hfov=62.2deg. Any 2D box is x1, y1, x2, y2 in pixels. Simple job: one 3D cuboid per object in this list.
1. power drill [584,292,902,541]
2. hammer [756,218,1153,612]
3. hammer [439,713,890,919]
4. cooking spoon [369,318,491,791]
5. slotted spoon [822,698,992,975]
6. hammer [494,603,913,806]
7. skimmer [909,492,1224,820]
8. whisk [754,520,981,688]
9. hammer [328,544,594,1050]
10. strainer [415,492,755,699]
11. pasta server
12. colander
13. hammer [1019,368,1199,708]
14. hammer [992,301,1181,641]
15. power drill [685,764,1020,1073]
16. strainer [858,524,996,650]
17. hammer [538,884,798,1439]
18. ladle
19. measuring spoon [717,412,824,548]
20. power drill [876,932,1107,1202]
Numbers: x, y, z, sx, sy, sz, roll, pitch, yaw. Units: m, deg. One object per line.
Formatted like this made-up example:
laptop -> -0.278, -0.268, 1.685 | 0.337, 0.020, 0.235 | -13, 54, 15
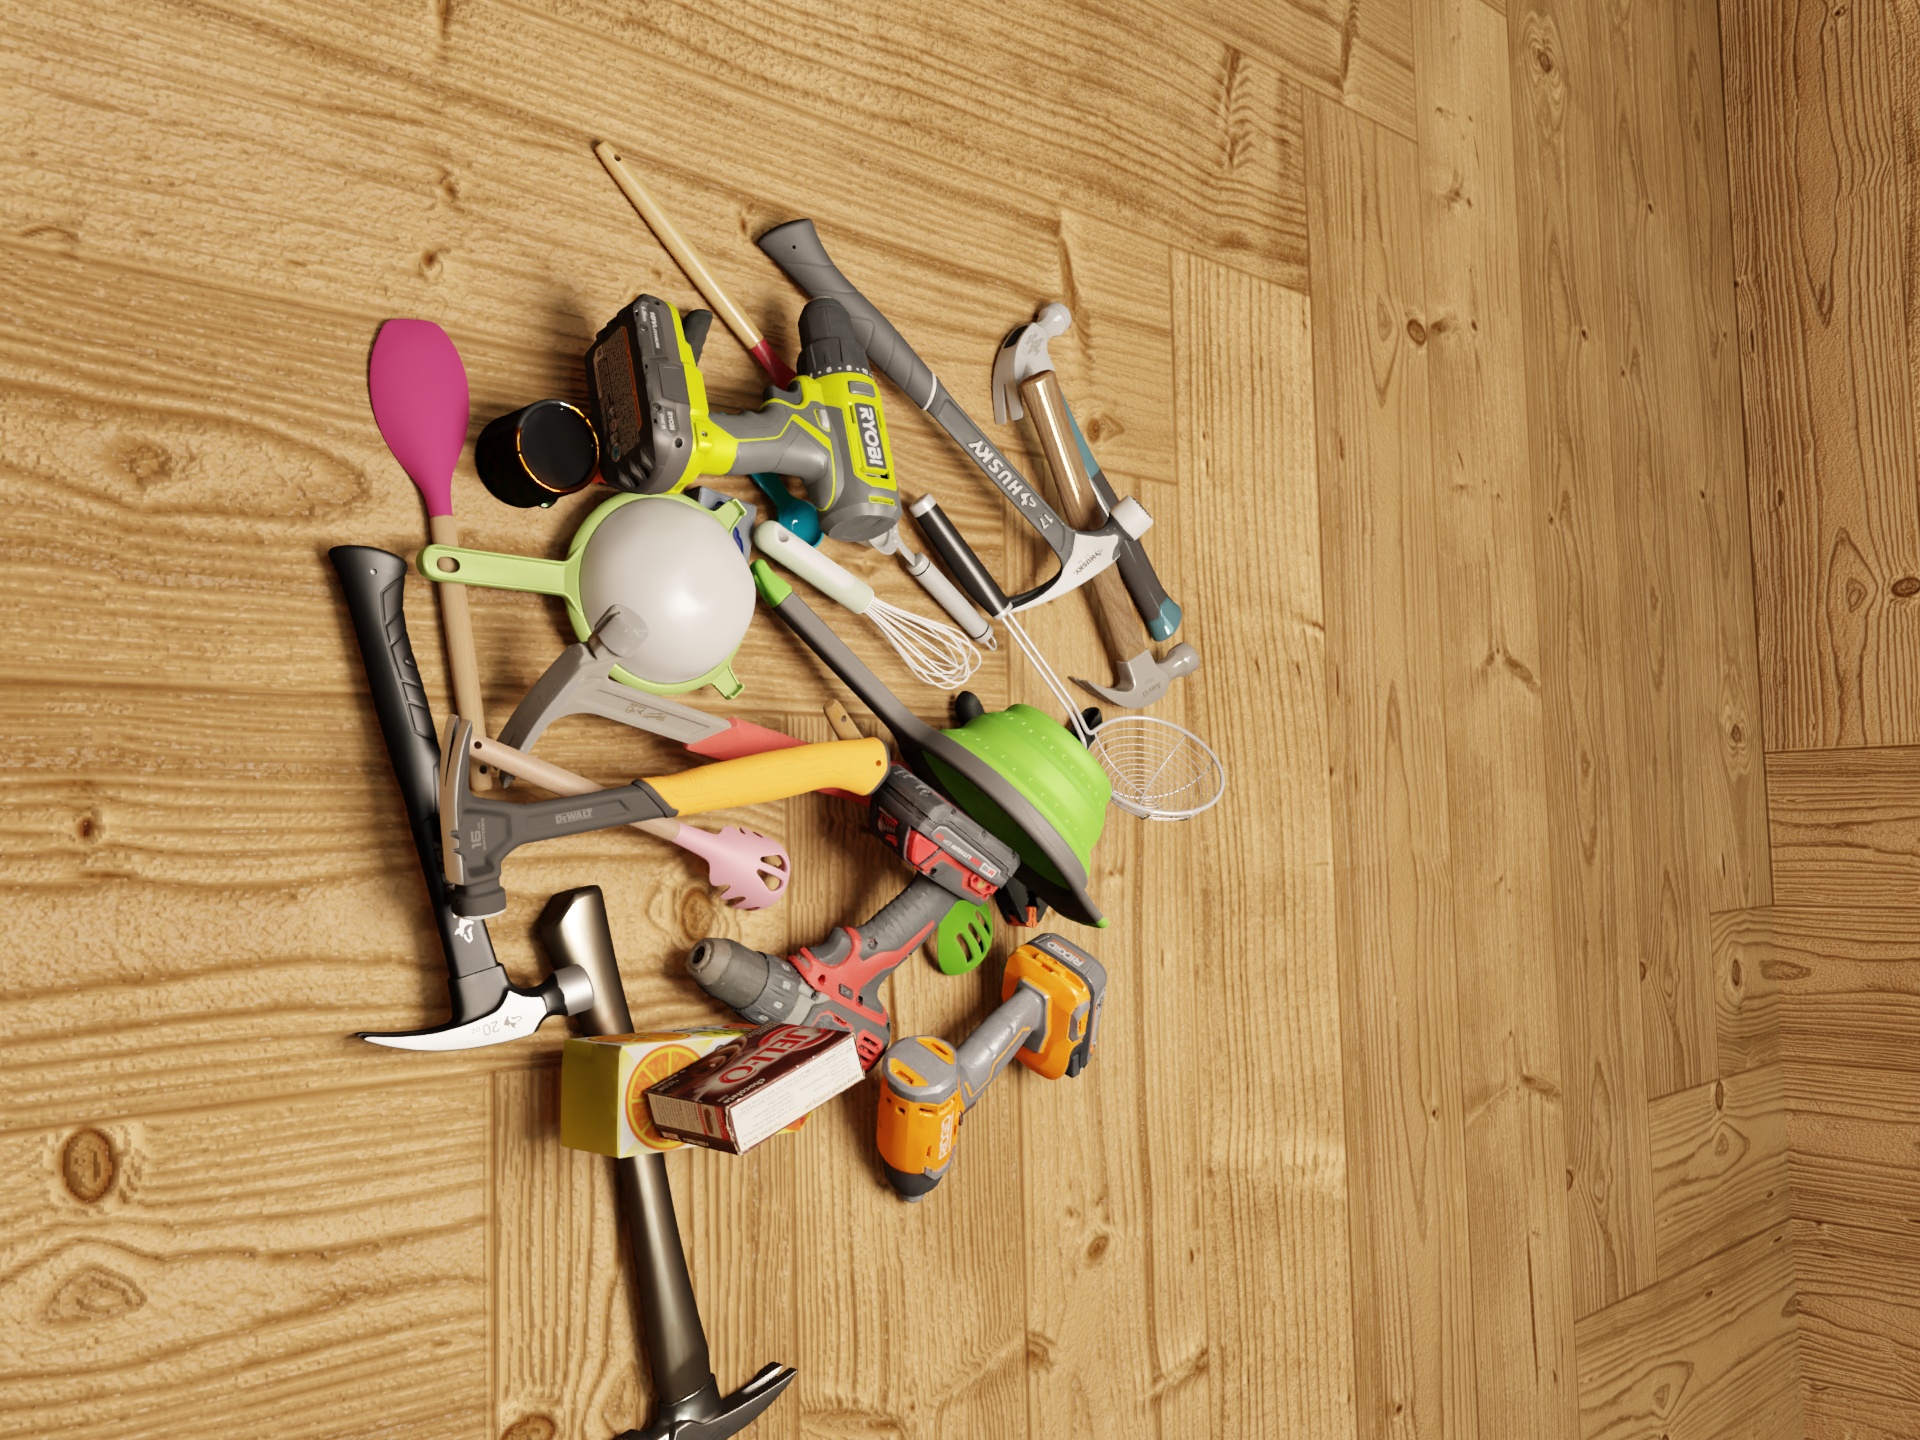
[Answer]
power drill -> -0.151, -0.235, 1.162 | 0.228, 0.080, 0.191 | 1, 72, -41
hammer -> -0.018, -0.259, 1.342 | 0.149, 0.036, 0.408 | -42, 113, 10
hammer -> -0.188, 0.041, 1.084 | 0.336, 0.034, 0.127 | -9, 102, -39
cooking spoon -> -0.343, -0.111, 1.064 | 0.068, 0.017, 0.319 | -9, 92, -42
slotted spoon -> -0.039, 0.099, 1.271 | 0.070, 0.031, 0.313 | -51, 133, -28
hammer -> -0.165, 0.025, 1.180 | 0.149, 0.037, 0.358 | -48, 142, 17
skimmer -> 0.093, -0.058, 1.374 | 0.363, 0.090, 0.127 | 52, 39, -16
whisk -> -0.073, -0.093, 1.284 | 0.246, 0.059, 0.058 | 33, 47, -39
hammer -> -0.349, 0.050, 1.022 | 0.146, 0.035, 0.335 | -16, 94, -30
strainer -> -0.239, -0.098, 1.097 | 0.256, 0.069, 0.151 | 5, 84, -41
pasta server -> -0.227, 0.069, 1.116 | 0.316, 0.040, 0.060 | 31, 66, -44
colander -> -0.002, -0.004, 1.264 | 0.397, 0.204, 0.094 | 46, 77, -11
hammer -> 0.121, -0.160, 1.461 | 0.130, 0.031, 0.331 | -33, 114, -25
hammer -> 0.129, -0.221, 1.507 | 0.128, 0.033, 0.330 | -47, 117, -36
power drill -> -0.082, 0.148, 1.198 | 0.187, 0.080, 0.227 | 37, 89, -39
strainer -> -0.042, -0.134, 1.334 | 0.258, 0.050, 0.087 | 45, 32, -37
hammer -> -0.218, 0.316, 1.129 | 0.146, 0.038, 0.410 | -16, 97, -44
ladle -> -0.175, -0.315, 1.238 | 0.315, 0.031, 0.069 | 51, 54, -25
measuring spoon -> -0.156, -0.187, 1.253 | 0.042, 0.021, 0.128 | -46, 107, -33
power drill -> 0.019, 0.291, 1.307 | 0.226, 0.084, 0.164 | -31, 139, -40
